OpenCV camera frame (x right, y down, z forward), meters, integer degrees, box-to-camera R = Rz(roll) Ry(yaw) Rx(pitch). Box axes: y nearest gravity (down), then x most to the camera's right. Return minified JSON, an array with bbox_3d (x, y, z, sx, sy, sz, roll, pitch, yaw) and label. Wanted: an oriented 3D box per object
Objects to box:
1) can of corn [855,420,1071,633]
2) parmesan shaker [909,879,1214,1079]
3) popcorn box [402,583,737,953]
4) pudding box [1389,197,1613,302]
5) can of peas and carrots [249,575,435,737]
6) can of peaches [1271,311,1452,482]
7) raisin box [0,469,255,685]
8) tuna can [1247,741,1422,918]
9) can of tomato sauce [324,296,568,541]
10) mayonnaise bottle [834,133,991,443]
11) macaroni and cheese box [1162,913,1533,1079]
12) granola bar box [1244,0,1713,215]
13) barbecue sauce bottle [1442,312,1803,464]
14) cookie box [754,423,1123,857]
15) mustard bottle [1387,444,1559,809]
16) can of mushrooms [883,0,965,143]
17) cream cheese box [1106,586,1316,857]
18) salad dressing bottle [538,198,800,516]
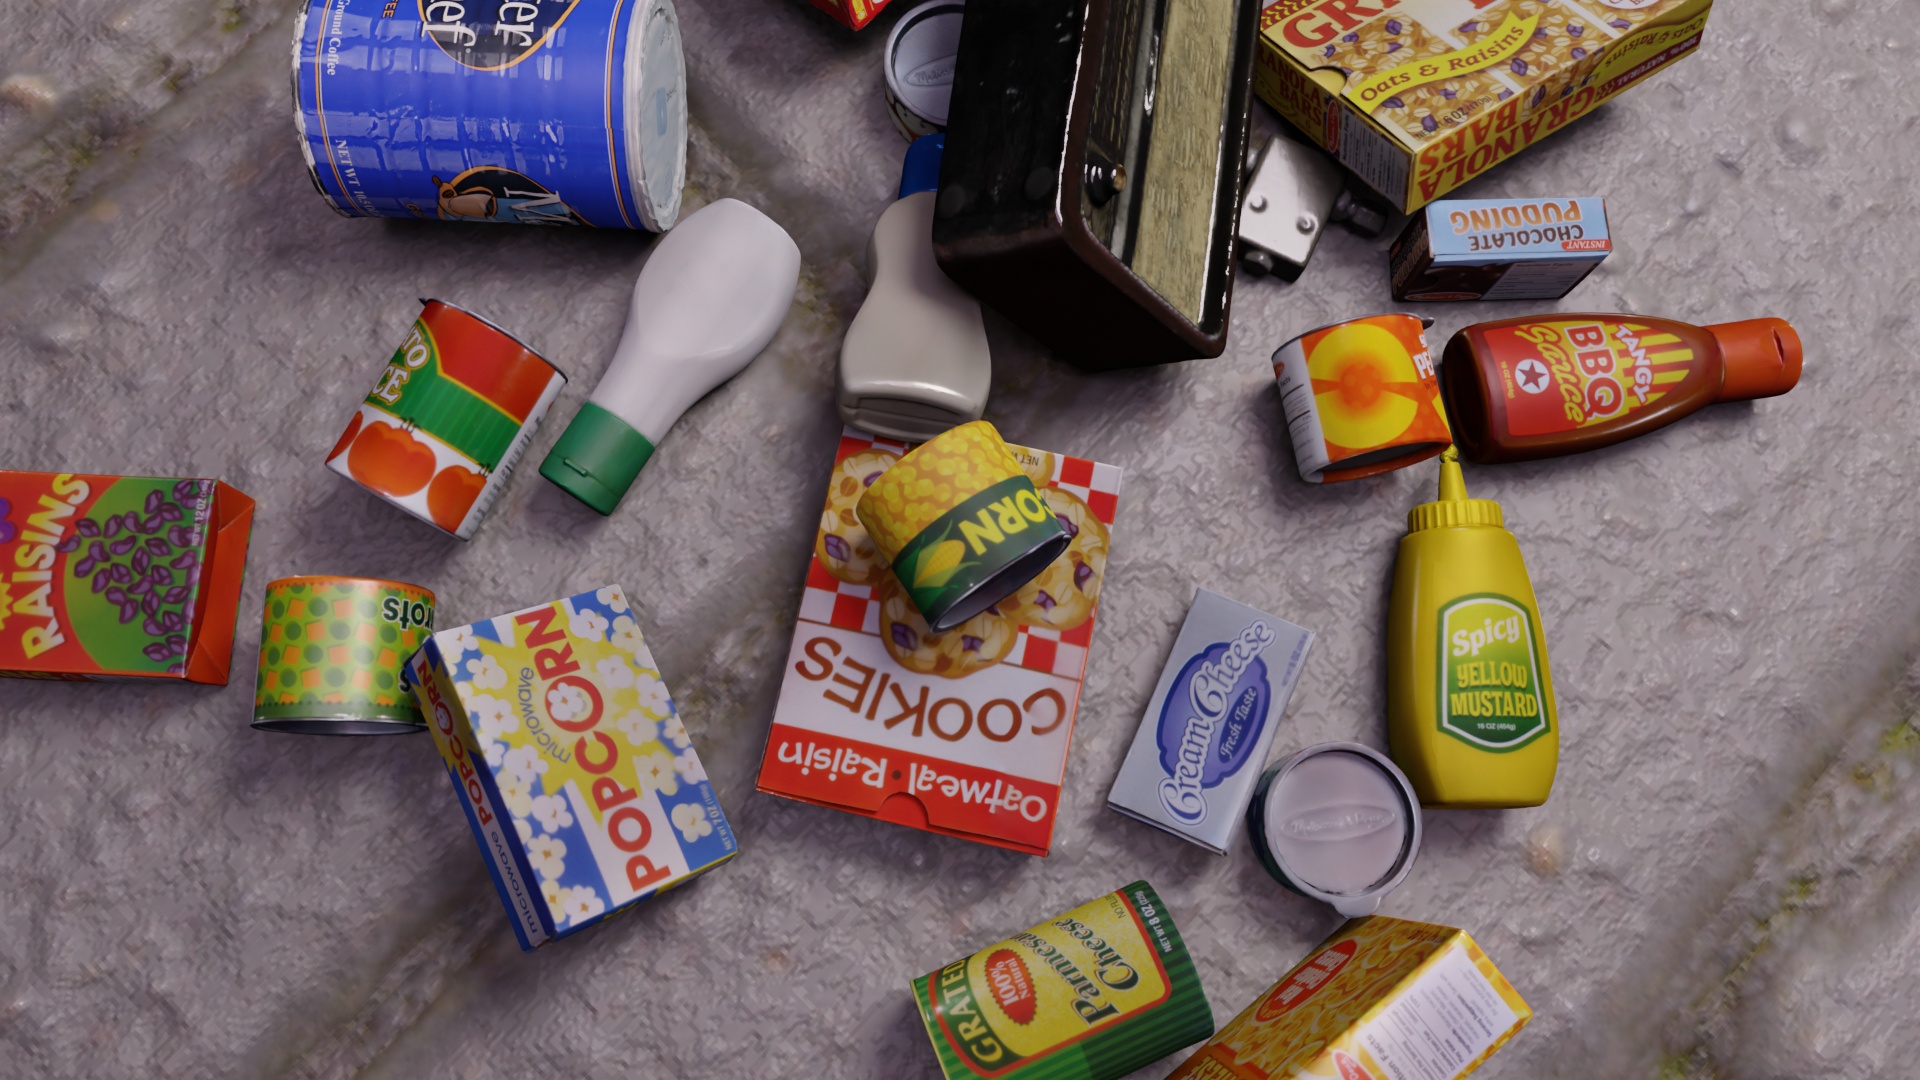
[{"bbox_3d":[0.002,-0.007,0.546,0.071,0.071,0.058,-32,79,-8],"label":"can of corn"},{"bbox_3d":[0.039,0.183,0.550,0.103,0.071,0.071,-22,79,-7],"label":"parmesan shaker"},{"bbox_3d":[-0.155,0.088,0.556,0.085,0.038,0.127,-17,75,-44],"label":"popcorn box"},{"bbox_3d":[0.245,-0.132,0.634,0.084,0.049,0.030,-2,76,-2],"label":"pudding box"},{"bbox_3d":[-0.249,0.048,0.569,0.071,0.071,0.059,-1,77,-2],"label":"can of peas and carrots"},{"bbox_3d":[0.177,-0.061,0.607,0.071,0.071,0.058,-9,79,-4],"label":"can of peaches"},{"bbox_3d":[-0.373,0.016,0.586,0.123,0.040,0.086,3,78,-1],"label":"raisin box"},{"bbox_3d":[0.156,0.121,0.583,0.071,0.032,0.071,0,77,-2],"label":"tuna can"},{"bbox_3d":[-0.220,-0.052,0.591,0.071,0.071,0.083,27,79,4],"label":"can of tomato sauce"},{"bbox_3d":[-0.015,-0.113,0.606,0.065,0.041,0.149,9,59,-5],"label":"mayonnaise bottle"},{"bbox_3d":[0.116,0.209,0.516,0.167,0.123,0.040,-37,80,-9],"label":"macaroni and cheese box"},{"bbox_3d":[0.233,-0.233,0.639,0.166,0.039,0.124,-30,55,-8],"label":"granola bar box"},{"bbox_3d":[0.298,-0.074,0.626,0.149,0.043,0.065,-8,77,-4],"label":"barbecue sauce bottle"},{"bbox_3d":[-0.007,0.038,0.592,0.123,0.040,0.168,12,77,1],"label":"cookie box"},{"bbox_3d":[0.215,0.034,0.596,0.065,0.048,0.160,0,78,-5],"label":"mustard bottle"},{"bbox_3d":[-0.002,-0.215,0.653,0.071,0.033,0.071,1,77,-2],"label":"can of mushrooms"},{"bbox_3d":[0.107,0.076,0.589,0.053,0.024,0.104,21,77,21],"label":"cream cheese box"},{"bbox_3d":[-0.129,-0.081,0.614,0.064,0.044,0.148,33,79,3],"label":"salad dressing bottle"}]
